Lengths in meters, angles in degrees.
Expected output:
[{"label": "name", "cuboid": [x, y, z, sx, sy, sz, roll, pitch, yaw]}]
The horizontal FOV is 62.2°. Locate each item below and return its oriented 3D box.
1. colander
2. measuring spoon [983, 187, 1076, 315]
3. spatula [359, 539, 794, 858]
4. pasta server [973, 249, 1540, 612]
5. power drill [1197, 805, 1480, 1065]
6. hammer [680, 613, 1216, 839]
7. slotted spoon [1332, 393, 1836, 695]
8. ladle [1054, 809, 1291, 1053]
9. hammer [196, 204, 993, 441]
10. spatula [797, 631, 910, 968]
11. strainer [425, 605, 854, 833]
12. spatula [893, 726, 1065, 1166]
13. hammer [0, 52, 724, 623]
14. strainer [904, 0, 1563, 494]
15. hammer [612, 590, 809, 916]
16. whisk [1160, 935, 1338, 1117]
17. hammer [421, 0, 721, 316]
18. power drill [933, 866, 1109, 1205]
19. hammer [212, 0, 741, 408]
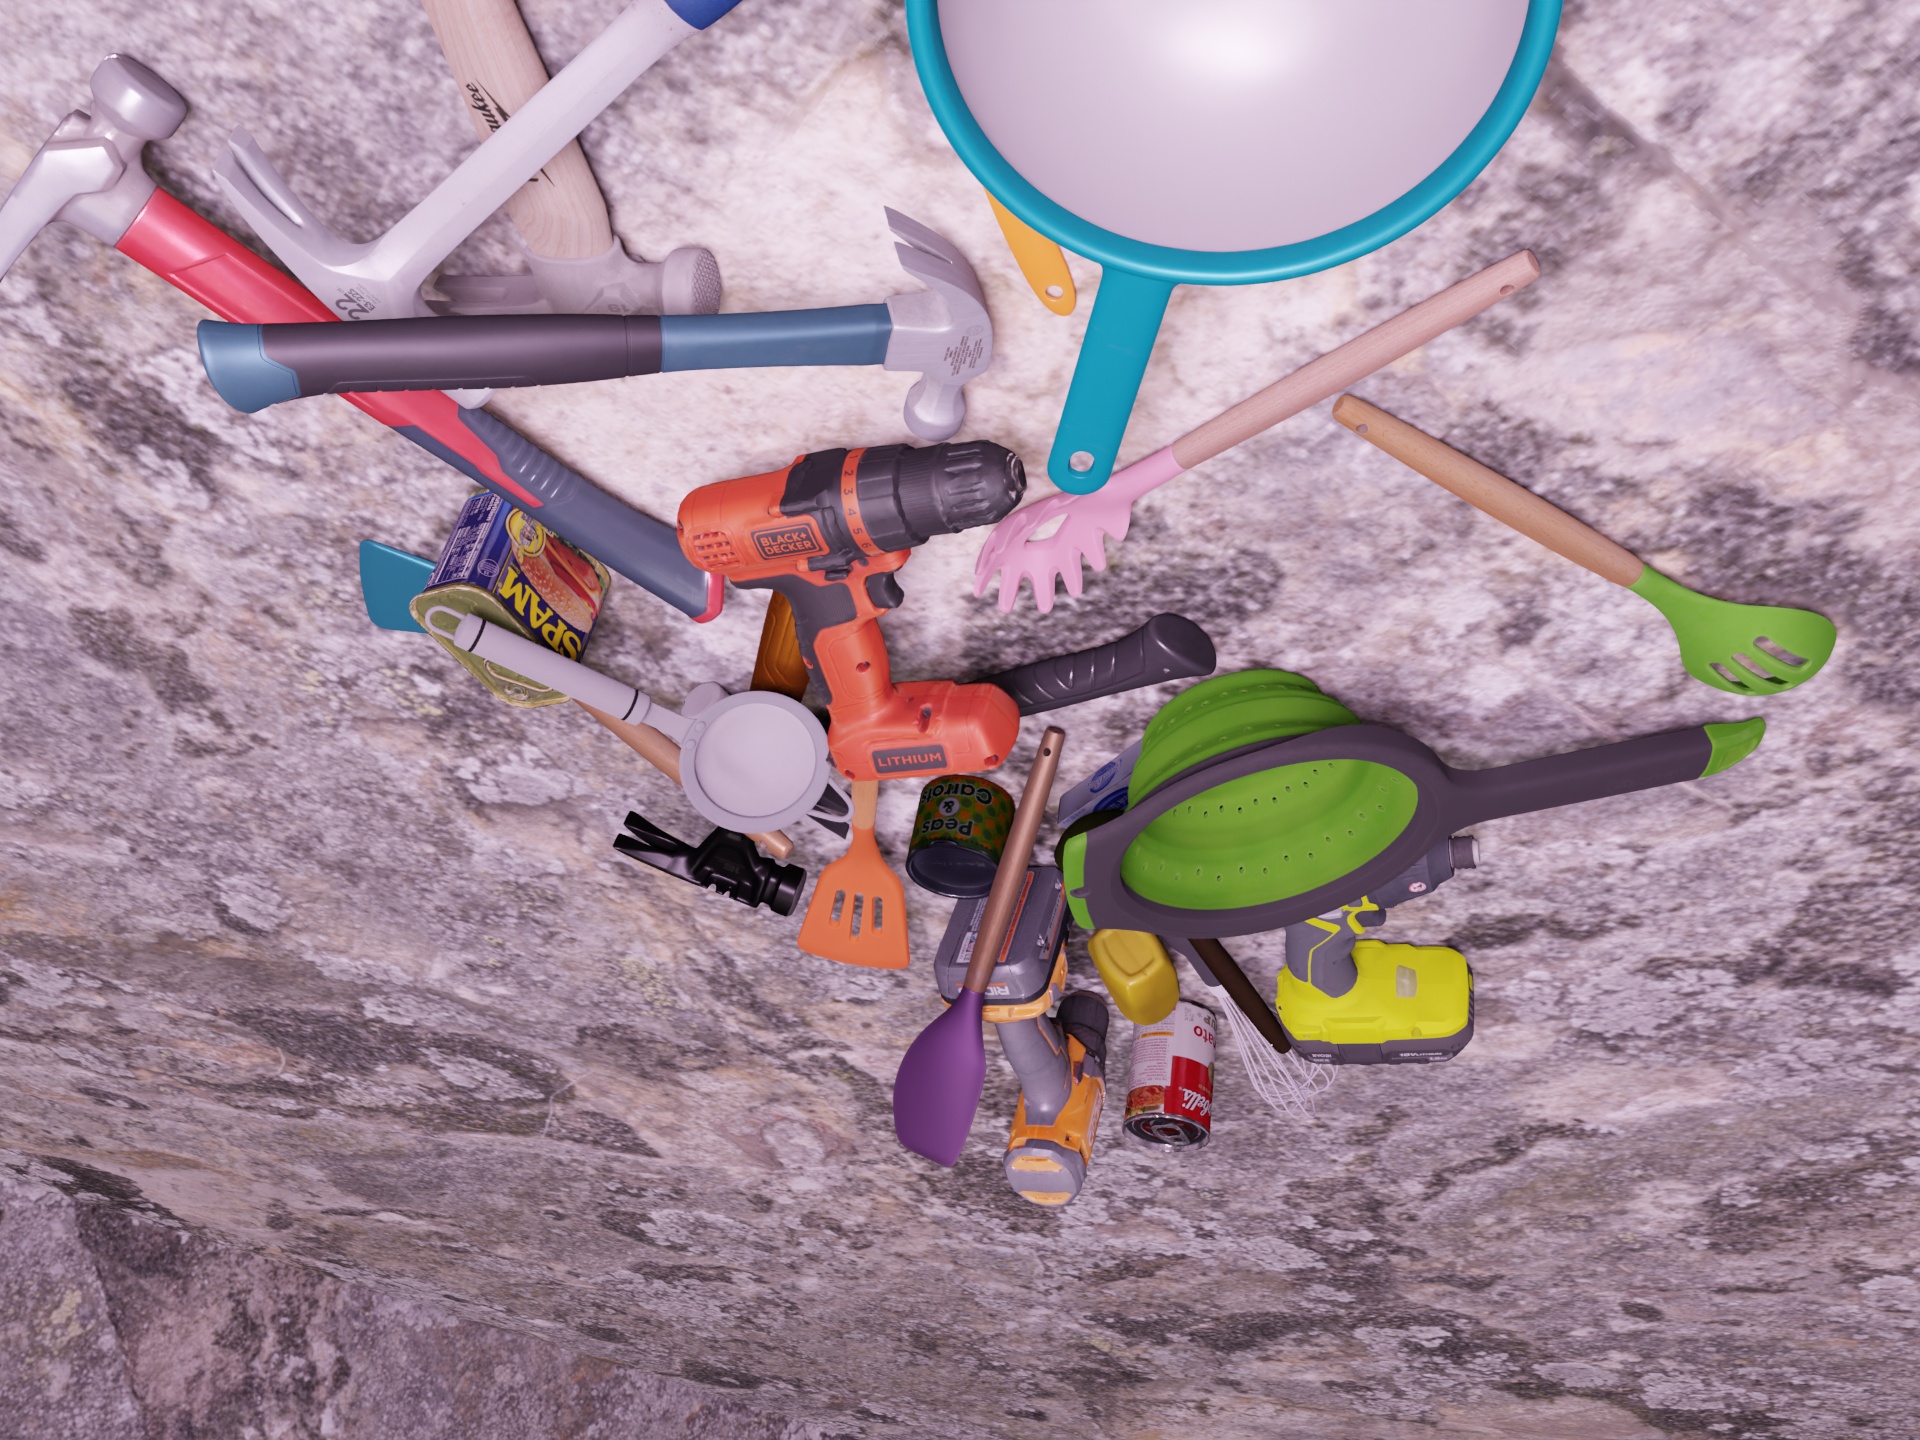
[{"label": "colander", "cuboid": [0.246, 0.021, 0.908, 0.397, 0.095, 0.204, -12, 146, 0]}, {"label": "measuring spoon", "cuboid": [0.023, -0.218, 0.689, 0.021, 0.011, 0.116, -9, 139, 26]}, {"label": "spatula", "cuboid": [-0.231, -0.008, 0.959, 0.317, 0.044, 0.082, 36, 143, 12]}, {"label": "pasta server", "cuboid": [0.128, -0.132, 0.759, 0.316, 0.040, 0.060, -25, 143, 38]}, {"label": "power drill", "cuboid": [0.268, 0.142, 1.063, 0.171, 0.080, 0.223, -6, 138, 23]}, {"label": "hammer", "cuboid": [-0.002, -0.003, 0.971, 0.335, 0.035, 0.146, -14, 136, 30]}, {"label": "slotted spoon", "cuboid": [0.311, -0.082, 0.787, 0.313, 0.031, 0.070, 25, 142, -17]}, {"label": "ladle", "cuboid": [0.157, 0.159, 1.076, 0.078, 0.062, 0.319, 37, 170, 48]}, {"label": "hammer", "cuboid": [-0.143, -0.159, 0.681, 0.331, 0.033, 0.128, -7, 154, -17]}, {"label": "spatula", "cuboid": [-0.062, 0.057, 1.003, 0.081, 0.041, 0.322, 10, 142, 3]}, {"label": "strainer", "cuboid": [-0.173, -0.006, 0.884, 0.258, 0.050, 0.087, 26, 102, -25]}, {"label": "spatula", "cuboid": [0.014, 0.149, 1.029, 0.060, 0.018, 0.315, 22, 108, 16]}, {"label": "hammer", "cuboid": [-0.282, -0.147, 0.806, 0.143, 0.038, 0.385, -46, 126, 13]}, {"label": "strainer", "cuboid": [0.082, -0.226, 0.595, 0.211, 0.095, 0.340, 13, 146, -2]}, {"label": "hammer", "cuboid": [-0.119, -0.010, 0.945, 0.127, 0.034, 0.336, 21, 133, -3]}, {"label": "whisk", "cuboid": [0.209, 0.211, 1.195, 0.070, 0.070, 0.284, -14, 132, 31]}, {"label": "hammer", "cuboid": [-0.214, -0.315, 0.602, 0.146, 0.038, 0.410, 3, 143, 13]}, {"label": "power drill", "cuboid": [0.060, 0.211, 1.163, 0.084, 0.185, 0.226, -5, 122, 20]}, {"label": "hammer", "cuboid": [-0.117, -0.264, 0.592, 0.405, 0.035, 0.144, -28, 133, 30]}]
